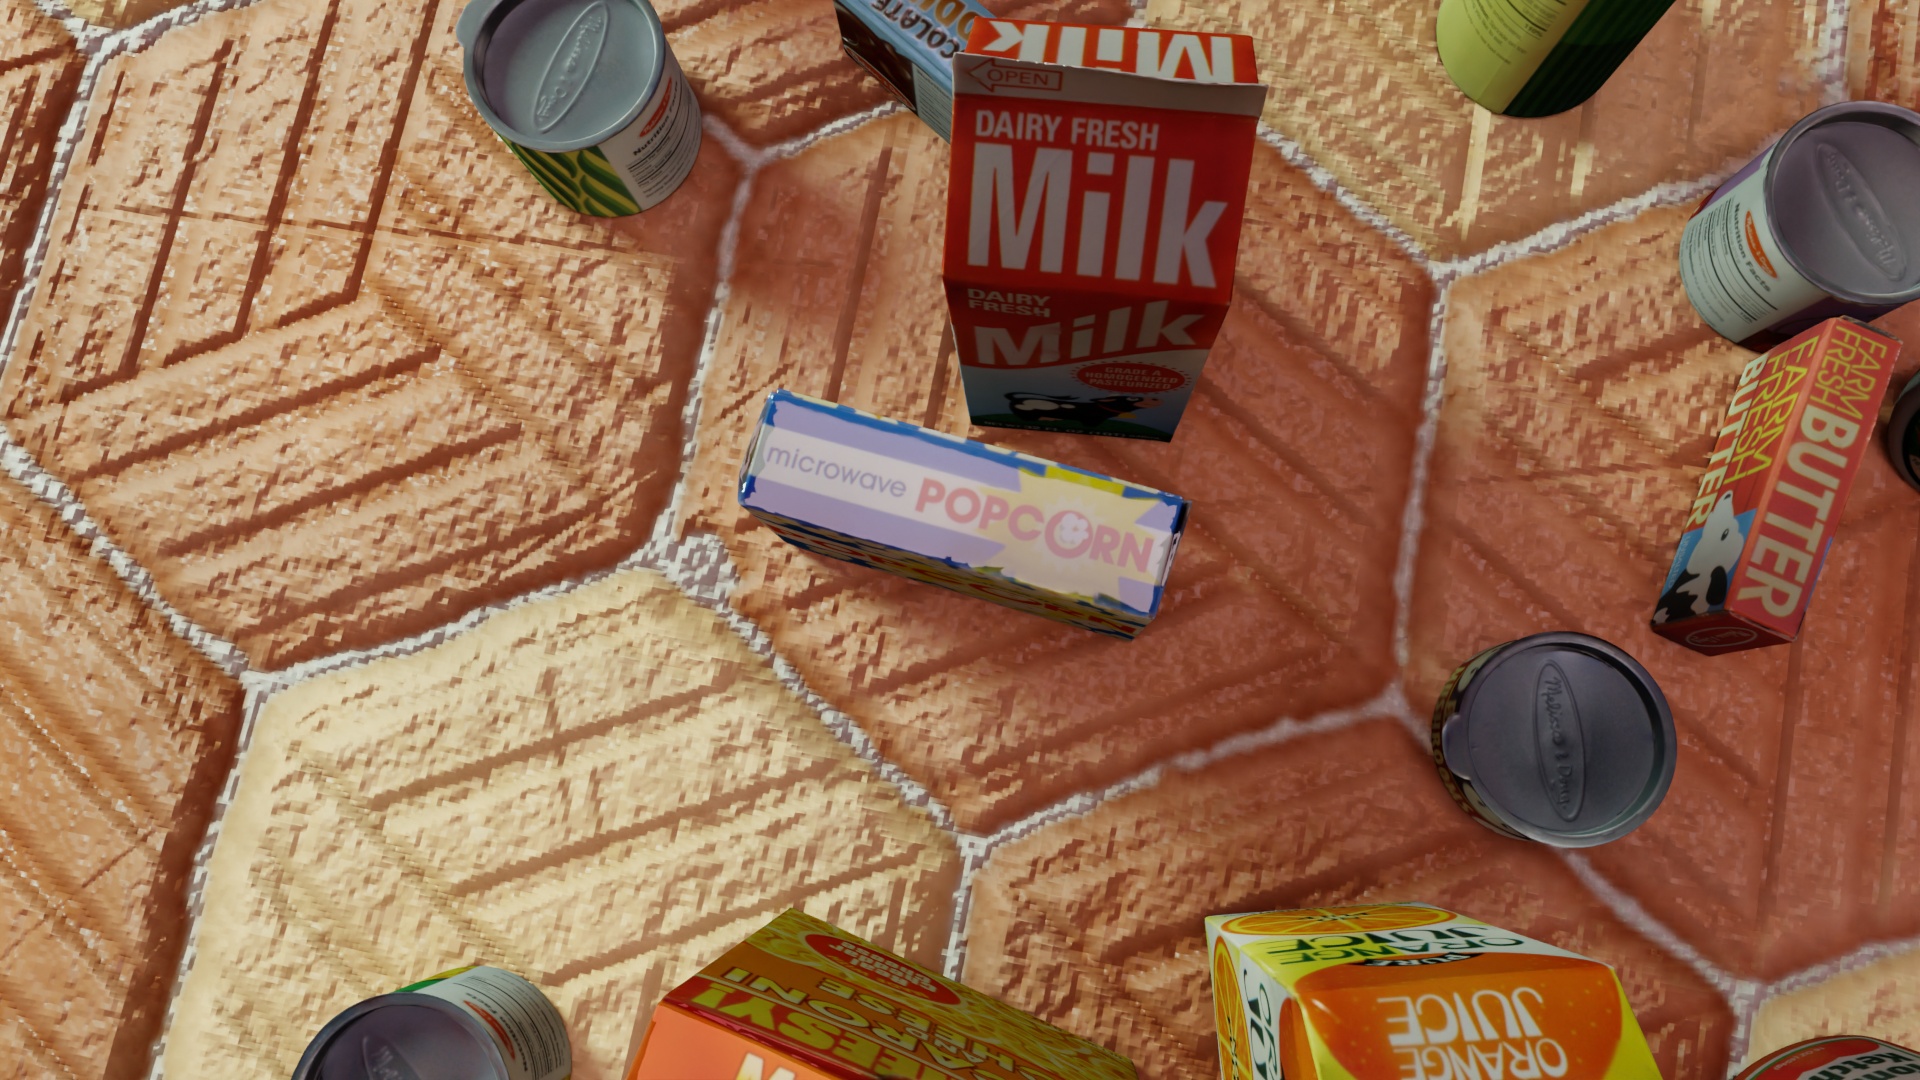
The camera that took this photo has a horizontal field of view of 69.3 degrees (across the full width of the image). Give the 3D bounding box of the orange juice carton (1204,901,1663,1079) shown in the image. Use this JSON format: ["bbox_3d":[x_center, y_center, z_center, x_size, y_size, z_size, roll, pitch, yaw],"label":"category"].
[{"bbox_3d":[0.113,0.139,0.350,0.072,0.192,0.073,-5,81,2],"label":"orange juice carton"}]

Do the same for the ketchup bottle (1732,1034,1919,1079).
[{"bbox_3d":[0.263,0.168,0.362,0.065,0.148,0.043,-23,81,-1],"label":"ketchup bottle"}]

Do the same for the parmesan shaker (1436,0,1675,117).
[{"bbox_3d":[0.200,-0.192,0.448,0.071,0.103,0.071,0,81,2],"label":"parmesan shaker"}]

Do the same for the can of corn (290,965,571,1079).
[{"bbox_3d":[-0.161,0.169,0.423,0.071,0.058,0.071,0,81,2],"label":"can of corn"}]

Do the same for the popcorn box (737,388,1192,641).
[{"bbox_3d":[0.002,-0.005,0.433,0.127,0.085,0.038,15,82,5],"label":"popcorn box"}]

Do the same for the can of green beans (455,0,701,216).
[{"bbox_3d":[-0.127,-0.152,0.476,0.071,0.057,0.071,0,81,2],"label":"can of green beans"}]

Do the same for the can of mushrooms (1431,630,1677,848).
[{"bbox_3d":[0.184,0.063,0.441,0.071,0.033,0.071,0,81,2],"label":"can of mushrooms"}]

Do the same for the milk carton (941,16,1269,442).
[{"bbox_3d":[0.037,-0.086,0.392,0.072,0.190,0.073,6,81,3],"label":"milk carton"}]

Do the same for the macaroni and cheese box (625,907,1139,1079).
[{"bbox_3d":[-0.011,0.147,0.367,0.124,0.166,0.040,22,83,6],"label":"macaroni and cheese box"}]

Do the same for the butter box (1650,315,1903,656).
[{"bbox_3d":[0.258,-0.016,0.442,0.024,0.053,0.103,24,82,6],"label":"butter box"}]

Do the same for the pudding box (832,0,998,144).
[{"bbox_3d":[-0.005,-0.165,0.478,0.084,0.049,0.030,42,85,8],"label":"pudding box"}]

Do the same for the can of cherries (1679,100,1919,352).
[{"bbox_3d":[0.283,-0.100,0.452,0.071,0.058,0.071,0,81,2],"label":"can of cherries"}]

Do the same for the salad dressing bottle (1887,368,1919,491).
[{"bbox_3d":[0.332,-0.044,0.396,0.064,0.147,0.044,41,85,8],"label":"salad dressing bottle"}]
